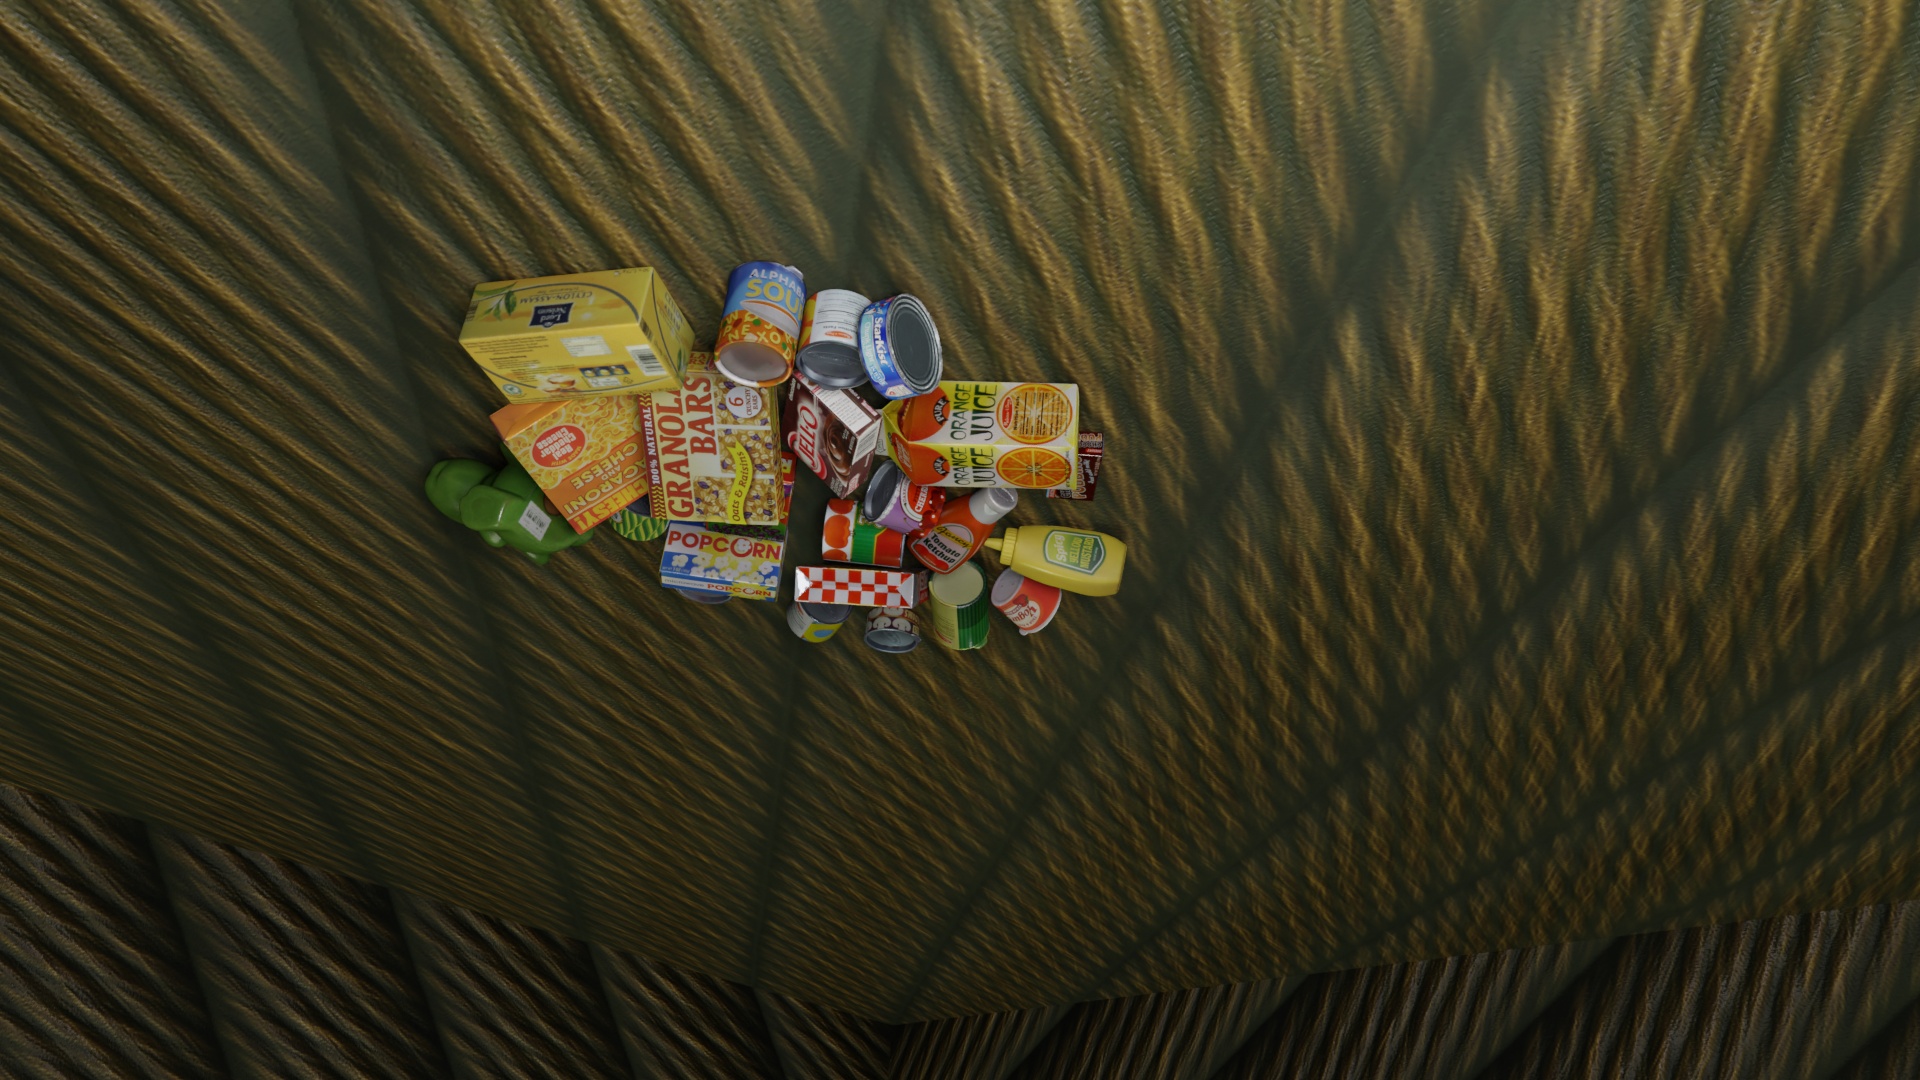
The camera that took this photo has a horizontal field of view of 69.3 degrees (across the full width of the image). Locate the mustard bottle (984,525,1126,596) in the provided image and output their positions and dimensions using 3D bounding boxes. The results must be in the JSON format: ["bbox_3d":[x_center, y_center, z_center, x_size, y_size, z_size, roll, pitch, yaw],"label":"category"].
[{"bbox_3d":[0.093,0.015,1.473,0.160,0.065,0.048,11,152,3],"label":"mustard bottle"}]

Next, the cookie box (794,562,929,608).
[{"bbox_3d":[-0.102,0.048,1.501,0.123,0.040,0.167,3,-179,4],"label":"cookie box"}]

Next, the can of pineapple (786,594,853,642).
[{"bbox_3d":[-0.162,0.078,1.613,0.071,0.071,0.057,15,149,-17],"label":"can of pineapple"}]

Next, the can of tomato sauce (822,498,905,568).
[{"bbox_3d":[-0.099,-0.010,1.454,0.083,0.071,0.071,6,150,-1],"label":"can of tomato sauce"}]

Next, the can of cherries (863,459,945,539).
[{"bbox_3d":[-0.055,-0.041,1.390,0.058,0.072,0.071,22,146,-27],"label":"can of cherries"}]

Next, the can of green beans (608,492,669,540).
[{"bbox_3d":[-0.327,-0.041,1.432,0.071,0.071,0.057,15,149,-16],"label":"can of green beans"}]

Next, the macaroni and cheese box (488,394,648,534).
[{"bbox_3d":[-0.349,-0.092,1.314,0.124,0.040,0.165,-33,149,-9],"label":"macaroni and cheese box"}]

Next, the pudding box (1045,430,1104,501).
[{"bbox_3d":[0.110,-0.073,1.348,0.050,0.030,0.083,5,150,1],"label":"pudding box"}]

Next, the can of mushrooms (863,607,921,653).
[{"bbox_3d":[-0.080,0.108,1.684,0.071,0.033,0.070,4,149,2],"label":"can of mushrooms"}]

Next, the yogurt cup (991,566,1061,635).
[{"bbox_3d":[0.072,0.062,1.554,0.054,0.073,0.072,34,140,-27],"label":"yogurt cup"}]

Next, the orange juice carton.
[{"bbox_3d":[0.012,-0.097,1.278,0.193,0.073,0.071,2,150,6],"label":"orange juice carton"}]

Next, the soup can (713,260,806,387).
[{"bbox_3d":[-0.164,-0.180,1.151,0.071,0.084,0.071,3,149,2],"label":"soup can"}]

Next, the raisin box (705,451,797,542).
[{"bbox_3d":[-0.216,-0.049,1.429,0.086,0.040,0.122,10,149,-7],"label":"raisin box"}]

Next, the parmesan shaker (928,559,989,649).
[{"bbox_3d":[0.002,0.074,1.577,0.071,0.071,0.102,3,149,4],"label":"parmesan shaker"}]

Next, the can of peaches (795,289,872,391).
[{"bbox_3d":[-0.105,-0.171,1.184,0.071,0.058,0.071,3,150,2],"label":"can of peaches"}]

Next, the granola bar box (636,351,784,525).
[{"bbox_3d":[-0.231,-0.093,1.290,0.124,0.039,0.164,3,125,3],"label":"granola bar box"}]

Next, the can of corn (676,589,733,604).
[{"bbox_3d":[-0.279,0.030,1.554,0.071,0.058,0.070,4,150,2],"label":"can of corn"}]

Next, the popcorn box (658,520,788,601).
[{"bbox_3d":[-0.254,0.013,1.495,0.127,0.085,0.038,8,149,-5],"label":"popcorn box"}]

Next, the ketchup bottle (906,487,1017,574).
[{"bbox_3d":[0.005,-0.018,1.441,0.064,0.044,0.148,38,140,-11],"label":"ketchup bottle"}]
